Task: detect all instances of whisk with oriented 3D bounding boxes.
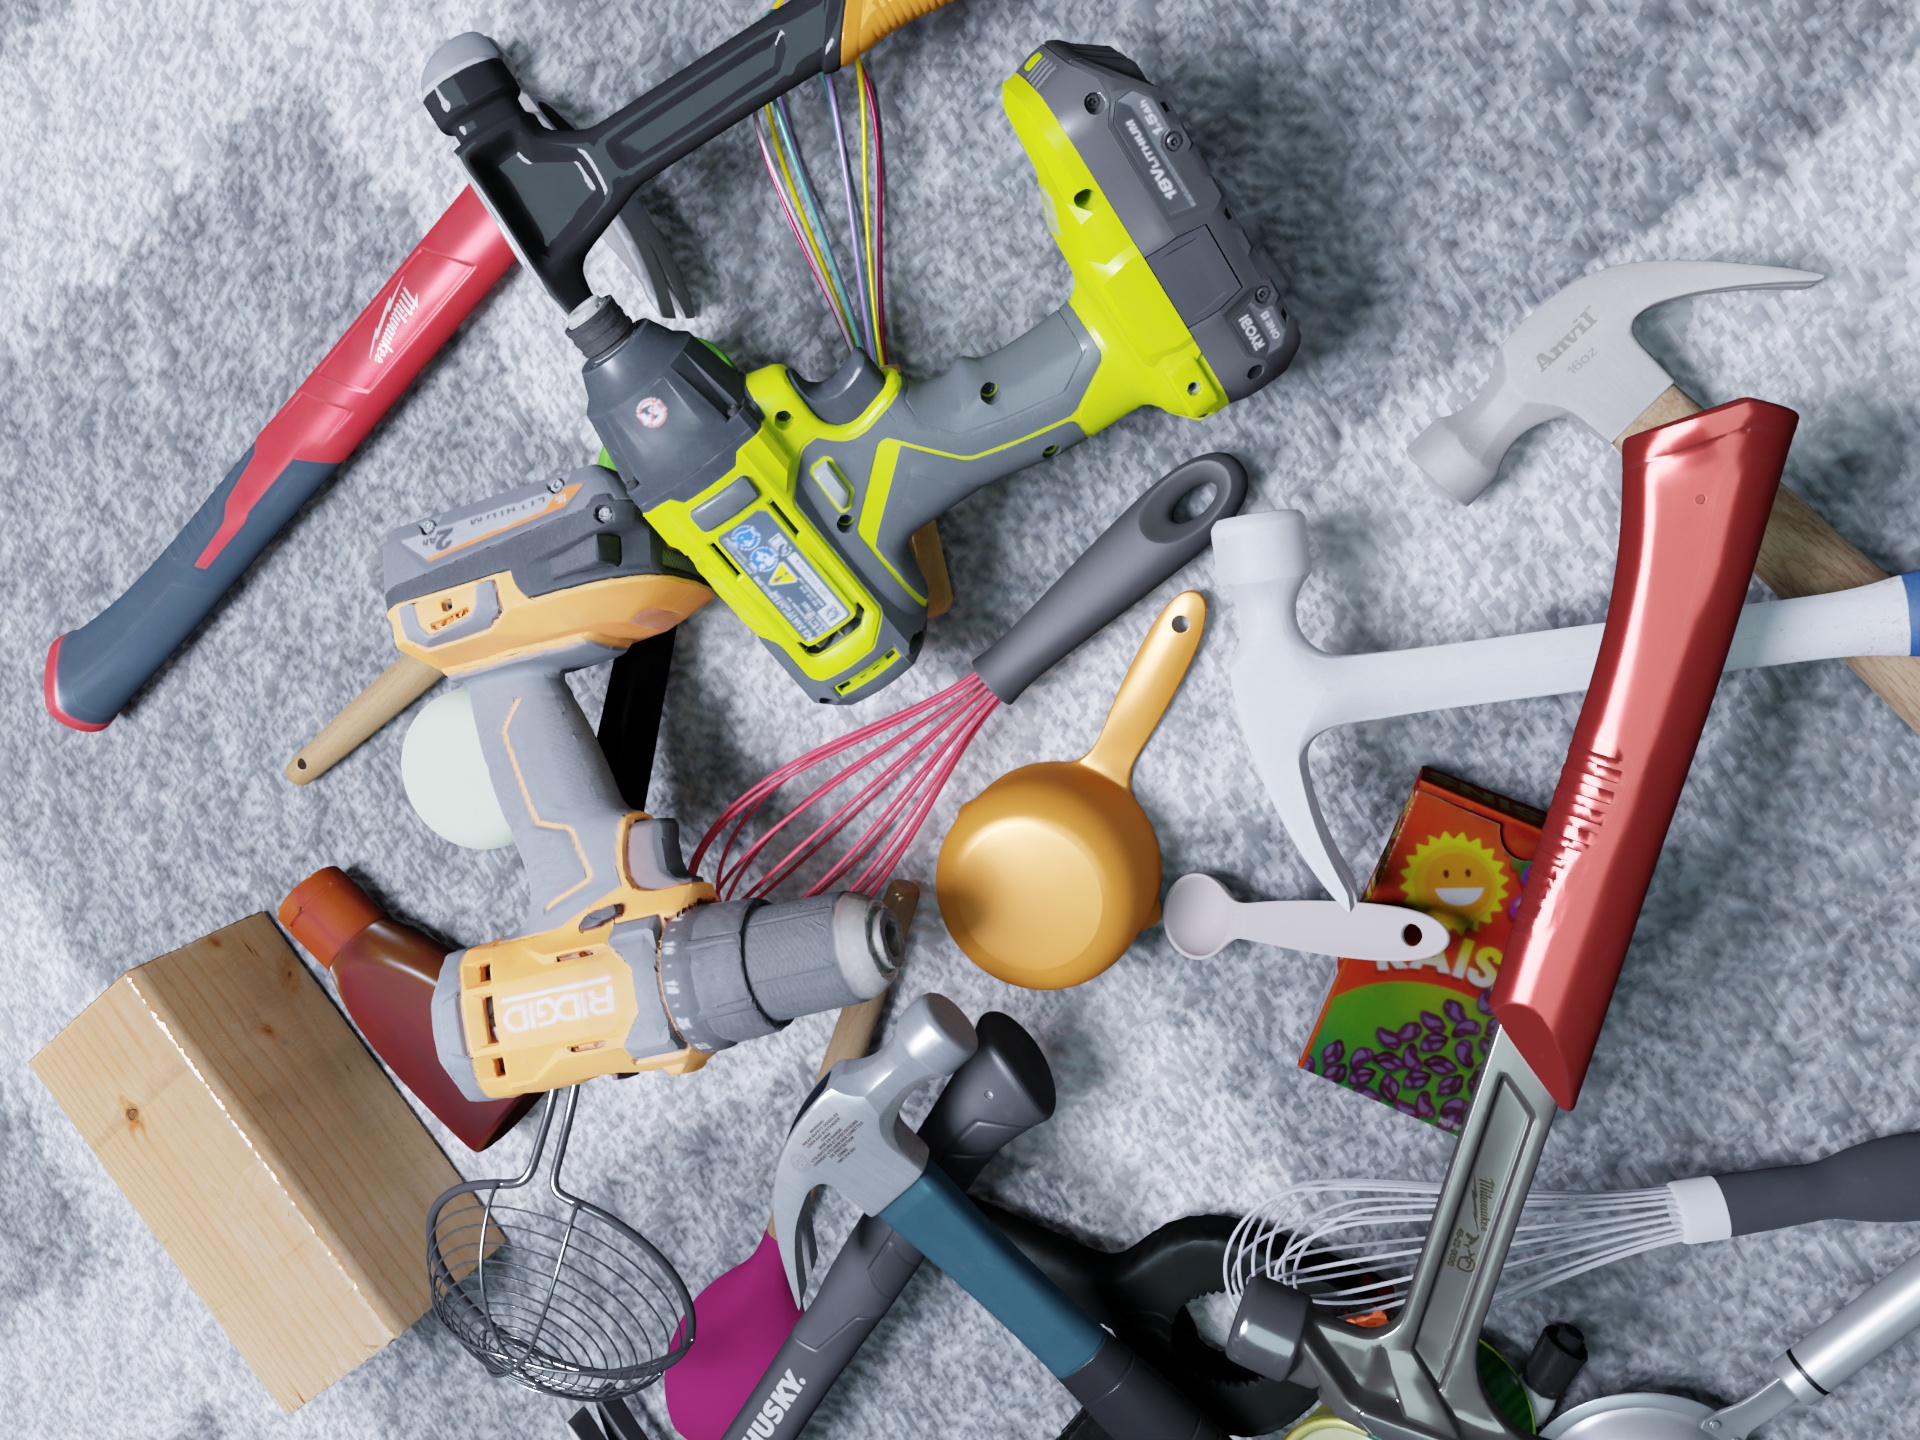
[{"bbox_3d":[0.238,0.185,0.586,0.284,0.070,0.070,-12,97,8],"label":"whisk"},{"bbox_3d":[-0.001,-0.002,0.638,0.296,0.073,0.073,-42,87,14],"label":"whisk"},{"bbox_3d":[-0.038,-0.160,0.624,0.047,0.051,0.245,-11,101,14],"label":"whisk"}]

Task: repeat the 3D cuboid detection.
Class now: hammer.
[{"bbox_3d":[0.319,-0.029,0.542,0.331,0.031,0.130,44,111,5],"label":"hammer"},{"bbox_3d":[0.204,0.077,0.512,0.149,0.036,0.359,17,101,14],"label":"hammer"},{"bbox_3d":[-0.287,-0.110,0.714,0.386,0.038,0.143,-41,89,20],"label":"hammer"},{"bbox_3d":[-0.018,-0.255,0.562,0.337,0.034,0.127,-31,103,7],"label":"hammer"},{"bbox_3d":[0.291,-0.026,0.511,0.405,0.035,0.144,-8,94,18],"label":"hammer"},{"bbox_3d":[-0.058,0.258,0.693,0.146,0.035,0.334,35,112,13],"label":"hammer"},{"bbox_3d":[0.058,0.259,0.631,0.128,0.033,0.331,-43,97,16],"label":"hammer"}]

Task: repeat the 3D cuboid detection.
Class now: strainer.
[{"bbox_3d":[0.310,0.253,0.599,0.087,0.050,0.258,39,107,-10],"label":"strainer"}]

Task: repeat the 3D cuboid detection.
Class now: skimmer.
[{"bbox_3d":[-0.153,0.116,0.697,0.127,0.090,0.363,9,86,13],"label":"skimmer"}]

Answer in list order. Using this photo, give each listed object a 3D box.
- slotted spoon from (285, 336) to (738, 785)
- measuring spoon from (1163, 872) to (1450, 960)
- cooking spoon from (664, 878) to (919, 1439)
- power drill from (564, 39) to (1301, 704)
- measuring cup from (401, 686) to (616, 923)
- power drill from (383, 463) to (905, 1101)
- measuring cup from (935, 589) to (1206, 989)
[{"bbox_3d":[-0.202,-0.058,0.705,0.313,0.031,0.070,-36,84,23],"label":"slotted spoon"},{"bbox_3d":[0.132,0.078,0.607,0.124,0.018,0.034,-1,86,44],"label":"measuring spoon"},{"bbox_3d":[-0.074,0.212,0.722,0.069,0.017,0.318,23,108,12],"label":"cooking spoon"},{"bbox_3d":[-0.012,-0.126,0.560,0.223,0.080,0.171,-33,119,11],"label":"power drill"},{"bbox_3d":[-0.190,0.058,0.716,0.083,0.038,0.167,-36,87,21],"label":"measuring cup"},{"bbox_3d":[-0.124,0.022,0.610,0.185,0.084,0.226,-14,81,19],"label":"power drill"},{"bbox_3d":[0.051,0.029,0.626,0.095,0.052,0.173,29,110,10],"label":"measuring cup"}]
